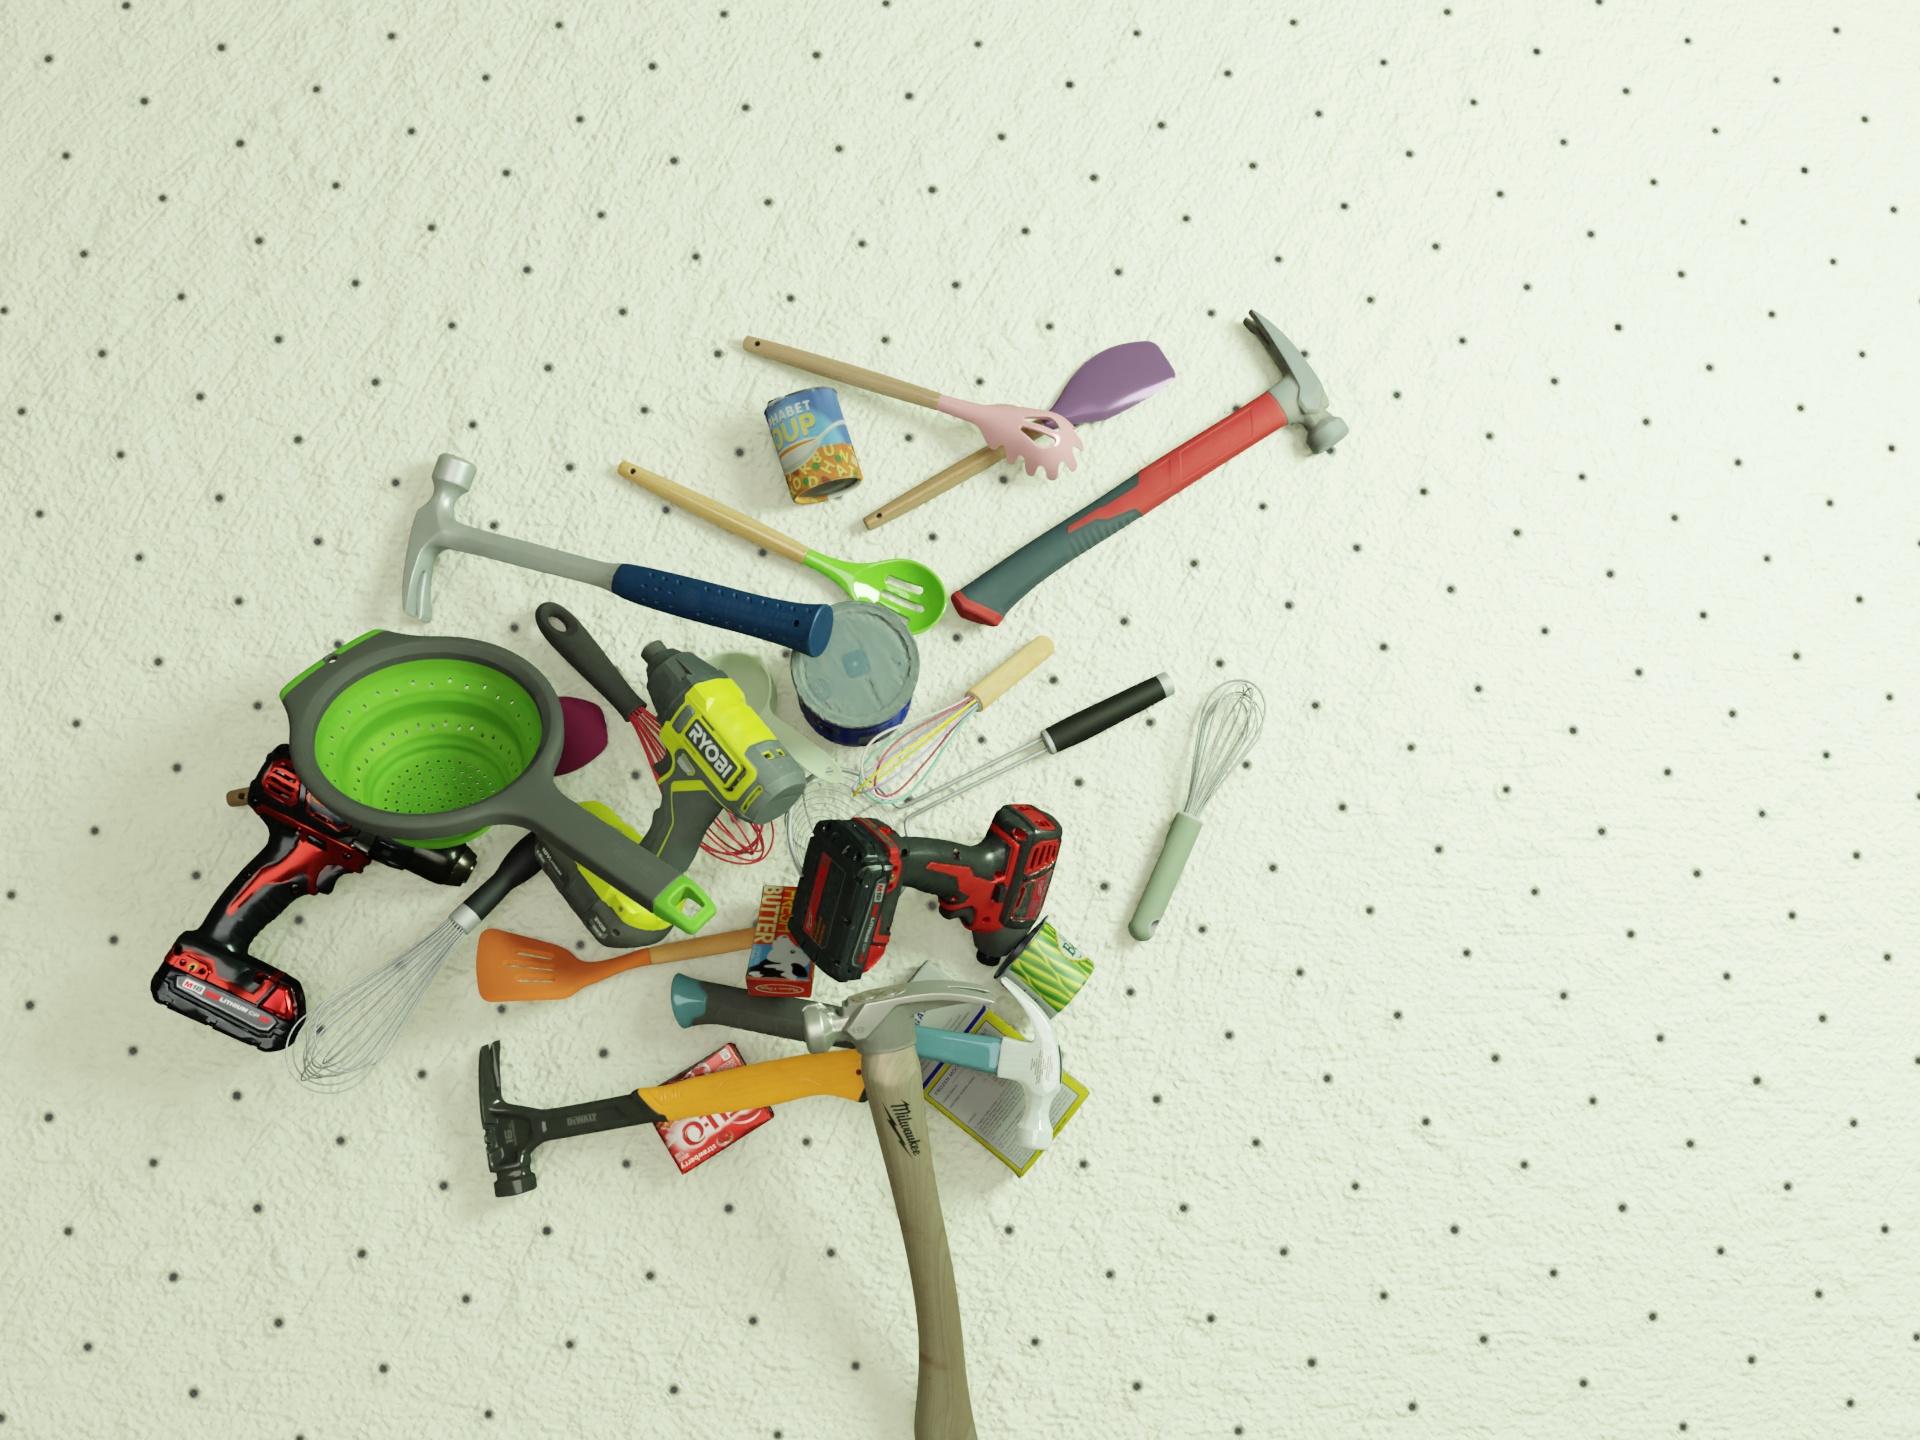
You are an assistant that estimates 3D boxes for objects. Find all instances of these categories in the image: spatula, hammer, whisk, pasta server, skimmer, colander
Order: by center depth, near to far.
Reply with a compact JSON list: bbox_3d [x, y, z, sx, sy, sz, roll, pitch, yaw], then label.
[{"bbox_3d":[-0.353,0.074,1.243,0.397,0.094,0.204,31,49,18],"label":"colander"},{"bbox_3d":[-0.020,0.403,1.256,0.146,0.038,0.410,-10,103,-4],"label":"hammer"},{"bbox_3d":[-0.228,0.299,1.285,0.337,0.034,0.127,-11,85,9],"label":"hammer"},{"bbox_3d":[-0.427,0.184,1.291,0.070,0.070,0.285,41,64,2],"label":"whisk"},{"bbox_3d":[-0.079,0.255,1.298,0.331,0.033,0.128,8,84,10],"label":"hammer"},{"bbox_3d":[-0.290,-0.112,1.301,0.406,0.035,0.144,15,84,22],"label":"hammer"},{"bbox_3d":[-0.001,-0.005,1.331,0.051,0.047,0.245,31,52,28],"label":"whisk"},{"bbox_3d":[-0.237,0.187,1.332,0.322,0.041,0.081,-9,40,-8],"label":"spatula"},{"bbox_3d":[0.025,0.043,1.344,0.363,0.090,0.127,-26,86,-7],"label":"skimmer"},{"bbox_3d":[-0.263,0.008,1.349,0.073,0.073,0.296,-41,81,-8],"label":"whisk"},{"bbox_3d":[0.201,0.077,1.379,0.059,0.057,0.246,21,84,34],"label":"whisk"},{"bbox_3d":[-0.044,-0.286,1.406,0.316,0.040,0.060,18,76,7],"label":"pasta server"},{"bbox_3d":[0.151,-0.213,1.413,0.386,0.038,0.143,-33,84,-7],"label":"hammer"},{"bbox_3d":[0.050,-0.253,1.422,0.316,0.018,0.060,-31,81,-8],"label":"spatula"}]

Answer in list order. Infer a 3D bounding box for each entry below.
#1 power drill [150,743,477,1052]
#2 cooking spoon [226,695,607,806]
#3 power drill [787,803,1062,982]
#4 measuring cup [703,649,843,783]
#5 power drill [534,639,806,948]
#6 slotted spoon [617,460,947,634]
[{"bbox_3d":[-0.525,0.154,1.299,0.187,0.080,0.227,29,79,-13],"label":"power drill"},{"bbox_3d":[-0.460,0.036,1.351,0.319,0.017,0.069,-11,86,-5],"label":"cooking spoon"},{"bbox_3d":[-0.022,0.142,1.288,0.219,0.079,0.143,-1,116,-38],"label":"power drill"},{"bbox_3d":[-0.159,0.007,1.344,0.168,0.038,0.083,37,78,18],"label":"measuring cup"},{"bbox_3d":[-0.240,0.060,1.272,0.171,0.080,0.223,48,116,16],"label":"power drill"},{"bbox_3d":[-0.157,-0.157,1.392,0.314,0.031,0.070,25,81,2],"label":"slotted spoon"}]
